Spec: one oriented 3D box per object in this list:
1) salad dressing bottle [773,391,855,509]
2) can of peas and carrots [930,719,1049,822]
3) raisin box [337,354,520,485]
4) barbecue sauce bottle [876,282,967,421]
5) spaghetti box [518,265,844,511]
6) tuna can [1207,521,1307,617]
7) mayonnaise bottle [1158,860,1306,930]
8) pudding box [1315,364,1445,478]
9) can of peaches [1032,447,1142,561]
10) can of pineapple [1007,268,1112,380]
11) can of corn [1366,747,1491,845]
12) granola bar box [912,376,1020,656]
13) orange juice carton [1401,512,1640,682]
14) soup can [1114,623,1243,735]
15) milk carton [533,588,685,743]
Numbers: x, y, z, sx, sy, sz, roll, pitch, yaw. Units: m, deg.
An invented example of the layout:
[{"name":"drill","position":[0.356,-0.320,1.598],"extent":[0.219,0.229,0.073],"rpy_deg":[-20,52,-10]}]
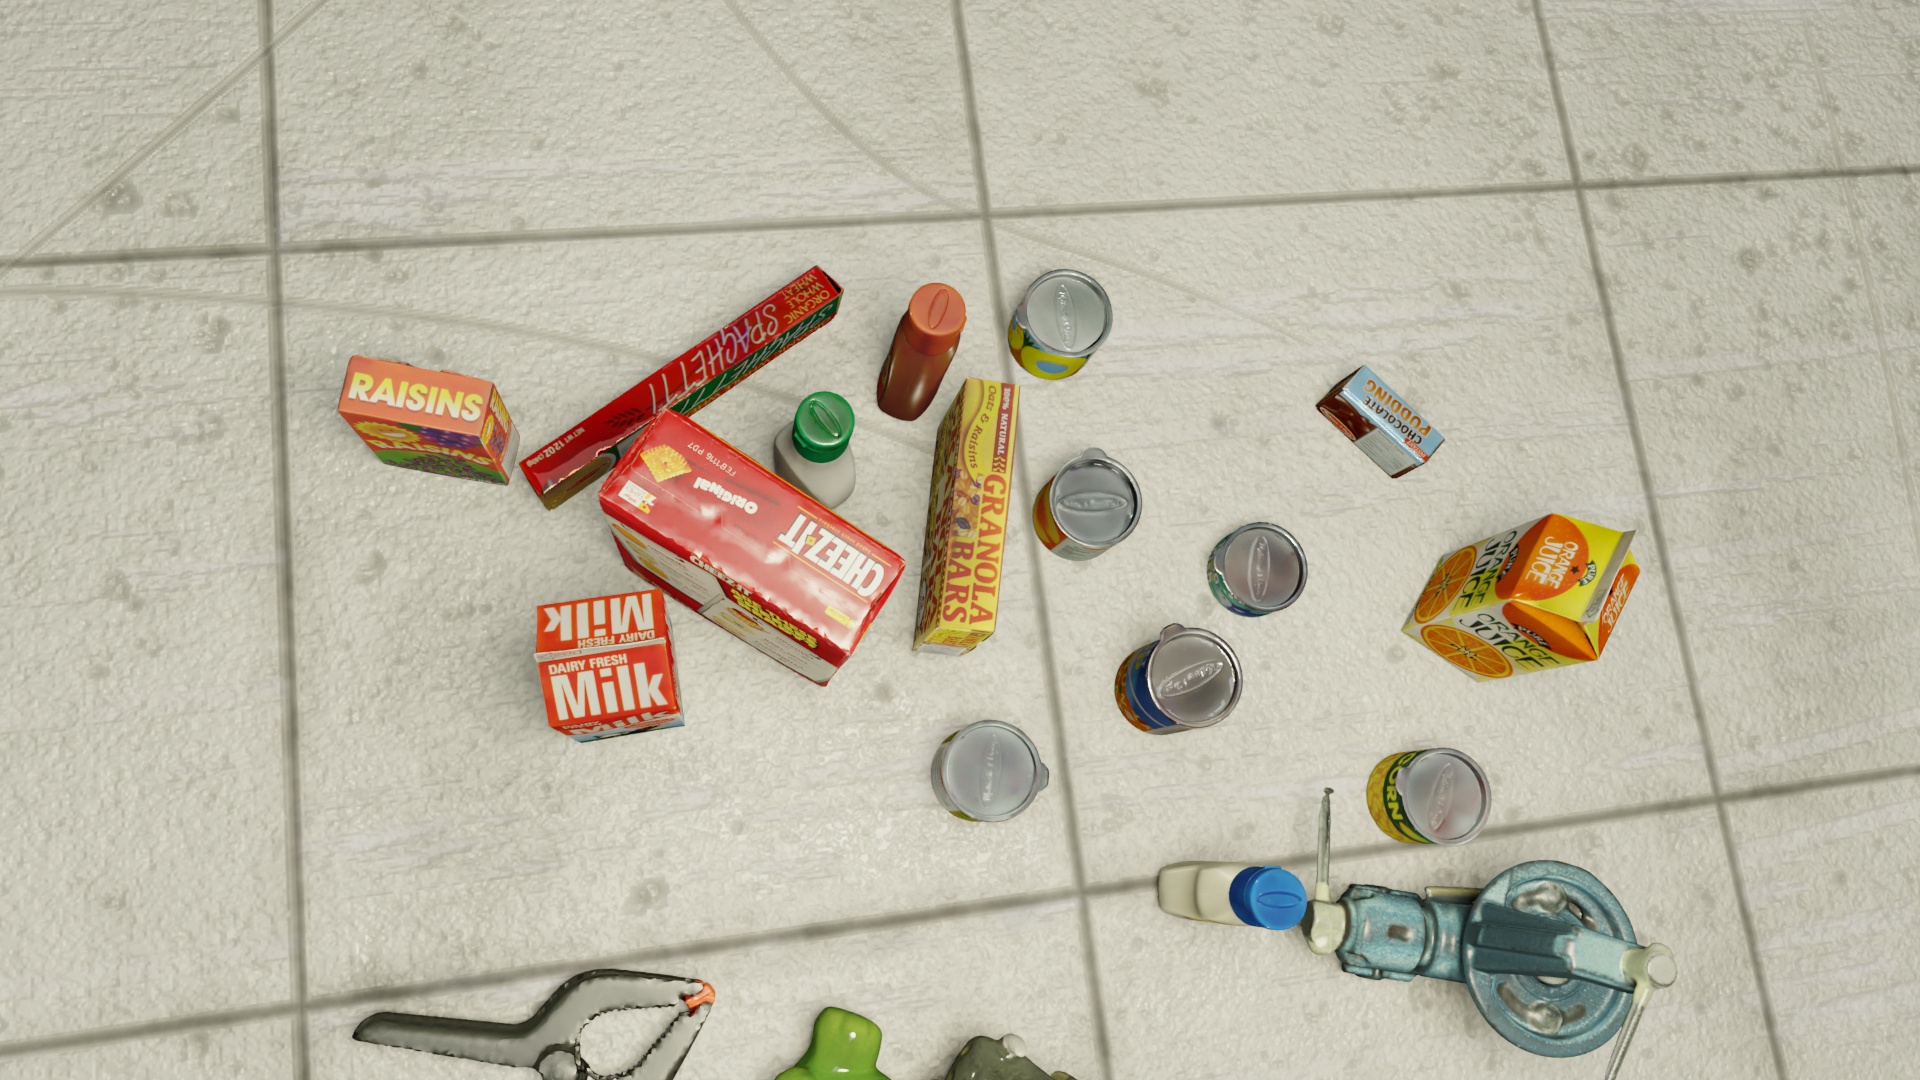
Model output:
[{"name":"salad dressing bottle","position":[-0.094,-0.058,0.911],"extent":[0.044,0.147,0.064],"rpy_deg":[-37,87,-15]},{"name":"can of peas and carrots","position":[0.019,0.155,0.930],"extent":[0.071,0.058,0.071],"rpy_deg":[2,78,-9]},{"name":"raisin box","position":[-0.334,-0.075,0.885],"extent":[0.086,0.123,0.040],"rpy_deg":[11,77,-7]},{"name":"barbecue sauce bottle","position":[-0.026,-0.130,0.938],"extent":[0.044,0.148,0.065],"rpy_deg":[20,76,-5]},{"name":"spaghetti box","position":[-0.188,-0.106,0.956],"extent":[0.251,0.050,0.028],"rpy_deg":[-37,87,-15]},{"name":"tuna can","position":[0.212,0.022,1.007],"extent":[0.071,0.032,0.071],"rpy_deg":[2,78,-9]},{"name":"mayonnaise bottle","position":[0.177,0.228,0.895],"extent":[0.065,0.147,0.041],"rpy_deg":[4,78,-9]},{"name":"pudding box","position":[0.313,-0.088,1.040],"extent":[0.084,0.049,0.030],"rpy_deg":[42,75,1]},{"name":"can of peaches","position":[0.089,-0.024,0.982],"extent":[0.071,0.058,0.071],"rpy_deg":[2,78,-9]},{"name":"can of pineapple","position":[0.070,-0.156,1.008],"extent":[0.071,0.057,0.071],"rpy_deg":[2,78,-9]},{"name":"can of corn","position":[0.326,0.180,0.979],"extent":[0.071,0.058,0.071],"rpy_deg":[2,78,-9]},{"name":"granola bar box","position":[0.003,-0.012,0.930],"extent":[0.039,0.124,0.166],"rpy_deg":[8,77,-8]},{"name":"orange juice carton","position":[0.390,0.040,0.951],"extent":[0.073,0.192,0.072],"rpy_deg":[34,75,-2]},{"name":"soup can","position":[0.147,0.096,0.952],"extent":[0.071,0.083,0.071],"rpy_deg":[2,78,-9]},{"name":"milk carton","position":[-0.209,0.076,0.839],"extent":[0.072,0.190,0.073],"rpy_deg":[-8,80,-11]}]
